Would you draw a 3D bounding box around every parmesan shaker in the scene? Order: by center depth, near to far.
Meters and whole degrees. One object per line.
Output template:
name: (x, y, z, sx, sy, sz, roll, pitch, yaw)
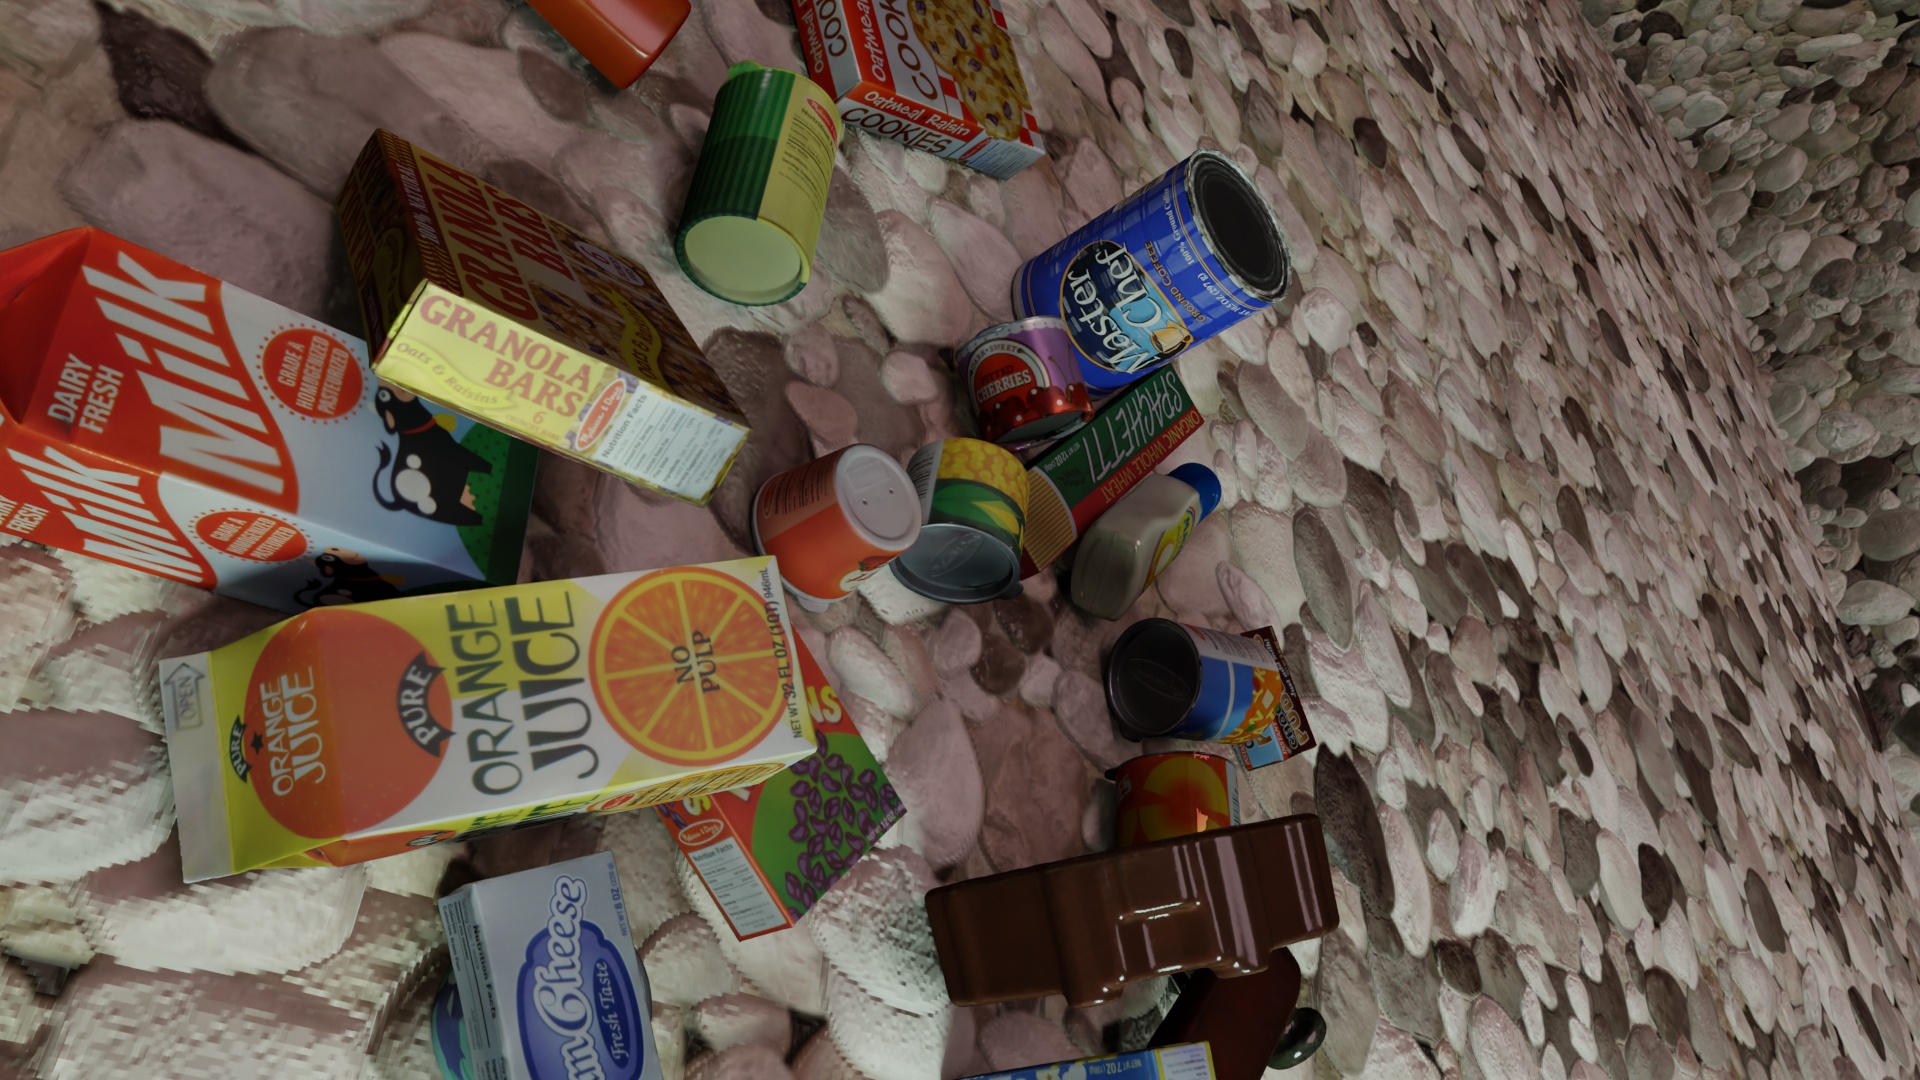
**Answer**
parmesan shaker: (-0.100, -0.176, 0.683, 0.071, 0.071, 0.103, 33, 48, -32)

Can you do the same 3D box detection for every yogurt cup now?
yogurt cup: (-0.055, -0.010, 0.649, 0.072, 0.053, 0.073, 26, 50, -37)

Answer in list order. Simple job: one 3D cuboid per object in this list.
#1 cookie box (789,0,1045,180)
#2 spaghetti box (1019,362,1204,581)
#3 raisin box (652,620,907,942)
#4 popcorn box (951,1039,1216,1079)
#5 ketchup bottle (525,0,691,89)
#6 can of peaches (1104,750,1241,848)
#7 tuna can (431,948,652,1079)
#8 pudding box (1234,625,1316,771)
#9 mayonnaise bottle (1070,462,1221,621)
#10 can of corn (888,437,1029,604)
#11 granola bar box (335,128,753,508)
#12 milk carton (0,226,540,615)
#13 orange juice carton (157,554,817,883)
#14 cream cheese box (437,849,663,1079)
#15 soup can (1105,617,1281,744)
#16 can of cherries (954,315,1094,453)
cookie box: (-0.029, -0.302, 0.859, 0.168, 0.040, 0.123, 3, 66, -48)
spaghetti box: (0.083, -0.047, 0.844, 0.050, 0.028, 0.251, 59, 39, -6)
raisin box: (-0.087, 0.087, 0.570, 0.123, 0.040, 0.086, 59, 40, -4)
popcorn box: (0.050, 0.253, 0.557, 0.038, 0.126, 0.085, 11, 61, -40)
ketchup bottle: (-0.199, -0.286, 0.656, 0.148, 0.043, 0.065, 40, 43, -25)
can of peaches: (0.113, 0.150, 0.738, 0.071, 0.071, 0.058, 26, 52, -37)
tuna can: (-0.141, 0.163, 0.470, 0.071, 0.032, 0.071, 26, 51, -37)
pudding box: (0.188, 0.099, 0.875, 0.050, 0.030, 0.084, -6, 73, -48)
mayonnaise bottle: (0.115, -0.008, 0.833, 0.041, 0.064, 0.149, 25, 32, 20)
can of corn: (0.003, -0.009, 0.702, 0.071, 0.071, 0.058, 35, 46, -30)
granola bar box: (-0.160, -0.085, 0.519, 0.124, 0.039, 0.166, 25, 17, -37)
milk carton: (-0.239, -0.032, 0.442, 0.190, 0.072, 0.074, 24, 53, -38)
orange juice carton: (-0.153, 0.059, 0.461, 0.193, 0.072, 0.072, -7, 74, -28)
cream cheese box: (-0.127, 0.156, 0.442, 0.053, 0.024, 0.104, -3, 72, -47)
soup can: (0.133, 0.085, 0.798, 0.084, 0.071, 0.071, 14, 59, -44)
can of cherries: (0.035, -0.087, 0.783, 0.071, 0.071, 0.058, -5, 74, -49)
